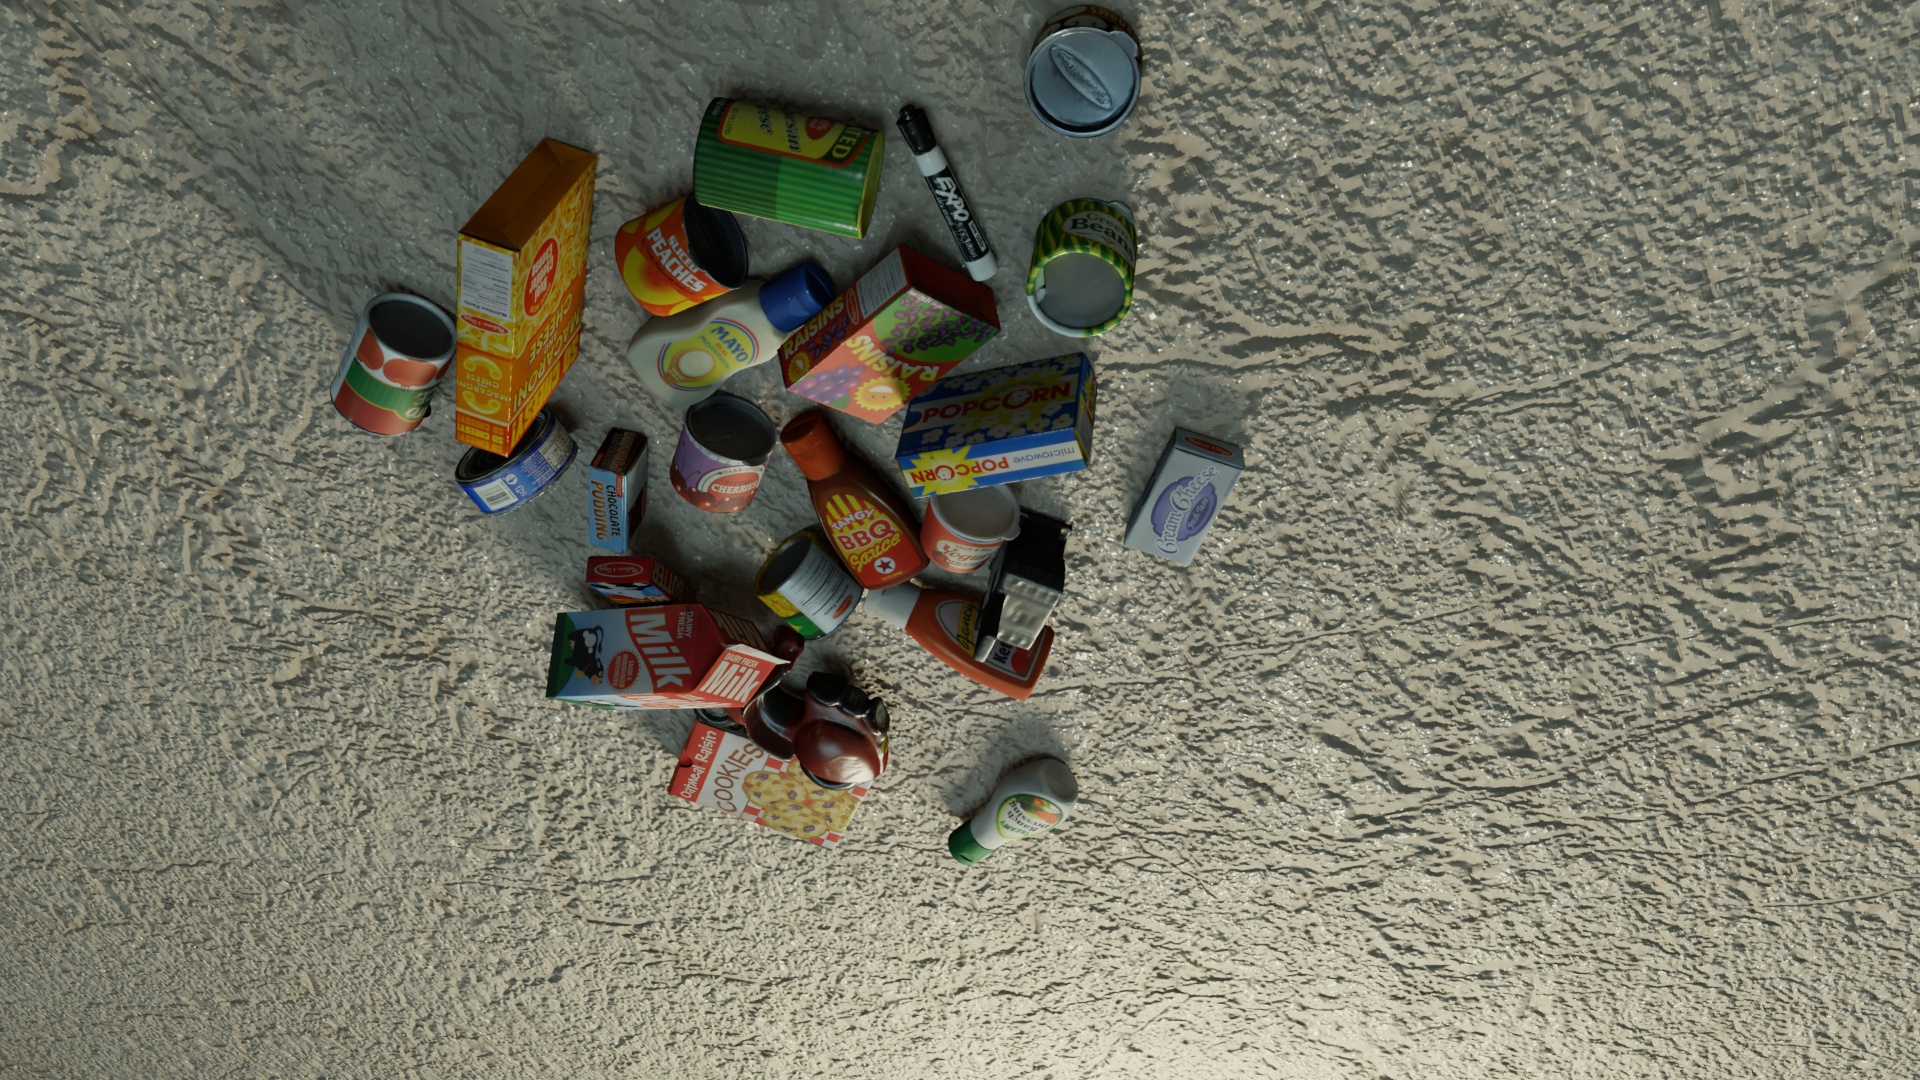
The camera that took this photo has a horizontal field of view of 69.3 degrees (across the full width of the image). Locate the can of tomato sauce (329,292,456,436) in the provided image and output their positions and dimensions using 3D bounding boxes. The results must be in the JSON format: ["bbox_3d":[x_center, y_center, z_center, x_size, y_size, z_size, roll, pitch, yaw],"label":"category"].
[{"bbox_3d":[-0.401,-0.125,0.989,0.071,0.071,0.082,31,130,-17],"label":"can of tomato sauce"}]

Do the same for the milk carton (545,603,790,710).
[{"bbox_3d":[-0.235,0.095,1.119,0.190,0.073,0.072,-4,163,26],"label":"milk carton"}]

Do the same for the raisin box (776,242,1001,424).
[{"bbox_3d":[-0.048,-0.133,0.912,0.123,0.040,0.086,-34,146,33],"label":"raisin box"}]

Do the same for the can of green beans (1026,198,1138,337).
[{"bbox_3d":[0.076,-0.169,0.863,0.071,0.058,0.071,5,133,6],"label":"can of green beans"}]

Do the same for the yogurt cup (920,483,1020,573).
[{"bbox_3d":[0.004,-0.013,1.017,0.072,0.073,0.053,19,141,-7],"label":"yogurt cup"}]

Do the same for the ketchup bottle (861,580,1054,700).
[{"bbox_3d":[-0.004,0.069,1.096,0.149,0.065,0.043,24,151,0],"label":"ketchup bottle"}]

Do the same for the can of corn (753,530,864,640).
[{"bbox_3d":[-0.120,0.035,1.083,0.071,0.071,0.058,-28,121,31],"label":"can of corn"}]

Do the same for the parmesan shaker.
[{"bbox_3d":[-0.104,-0.224,0.838,0.103,0.072,0.071,12,133,0],"label":"parmesan shaker"}]

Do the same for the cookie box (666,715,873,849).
[{"bbox_3d":[-0.172,0.212,1.271,0.167,0.040,0.122,21,132,-8],"label":"cookie box"}]

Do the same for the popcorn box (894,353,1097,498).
[{"bbox_3d":[0.026,-0.078,0.937,0.126,0.085,0.038,-9,130,18],"label":"popcorn box"}]

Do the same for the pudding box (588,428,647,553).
[{"bbox_3d":[-0.259,-0.037,1.053,0.030,0.050,0.083,14,133,0],"label":"pudding box"}]

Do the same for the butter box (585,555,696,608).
[{"bbox_3d":[-0.252,0.037,1.105,0.053,0.024,0.103,0,163,10],"label":"butter box"}]

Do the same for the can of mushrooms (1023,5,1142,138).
[{"bbox_3d":[0.072,-0.268,0.790,0.071,0.034,0.070,6,132,6],"label":"can of mushrooms"}]

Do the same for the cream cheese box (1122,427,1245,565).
[{"bbox_3d":[0.159,-0.030,0.998,0.053,0.024,0.103,17,133,-5],"label":"cream cheese box"}]

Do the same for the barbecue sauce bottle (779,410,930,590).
[{"bbox_3d":[-0.081,-0.030,1.029,0.065,0.044,0.148,-22,125,16],"label":"barbecue sauce bottle"}]

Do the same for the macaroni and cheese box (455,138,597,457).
[{"bbox_3d":[-0.282,-0.156,0.898,0.040,0.124,0.165,19,133,-3],"label":"macaroni and cheese box"}]

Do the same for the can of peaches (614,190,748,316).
[{"bbox_3d":[-0.180,-0.183,0.890,0.058,0.071,0.071,-16,127,25],"label":"can of peaches"}]

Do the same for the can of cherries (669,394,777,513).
[{"bbox_3d":[-0.171,-0.060,1.001,0.071,0.072,0.058,21,132,-9],"label":"can of cherries"}]

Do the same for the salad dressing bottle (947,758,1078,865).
[{"bbox_3d":[0.045,0.250,1.262,0.064,0.044,0.147,33,130,-17],"label":"salad dressing bottle"}]

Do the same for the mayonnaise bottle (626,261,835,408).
[{"bbox_3d":[-0.153,-0.143,0.942,0.148,0.041,0.064,-22,126,27],"label":"mayonnaise bottle"}]
